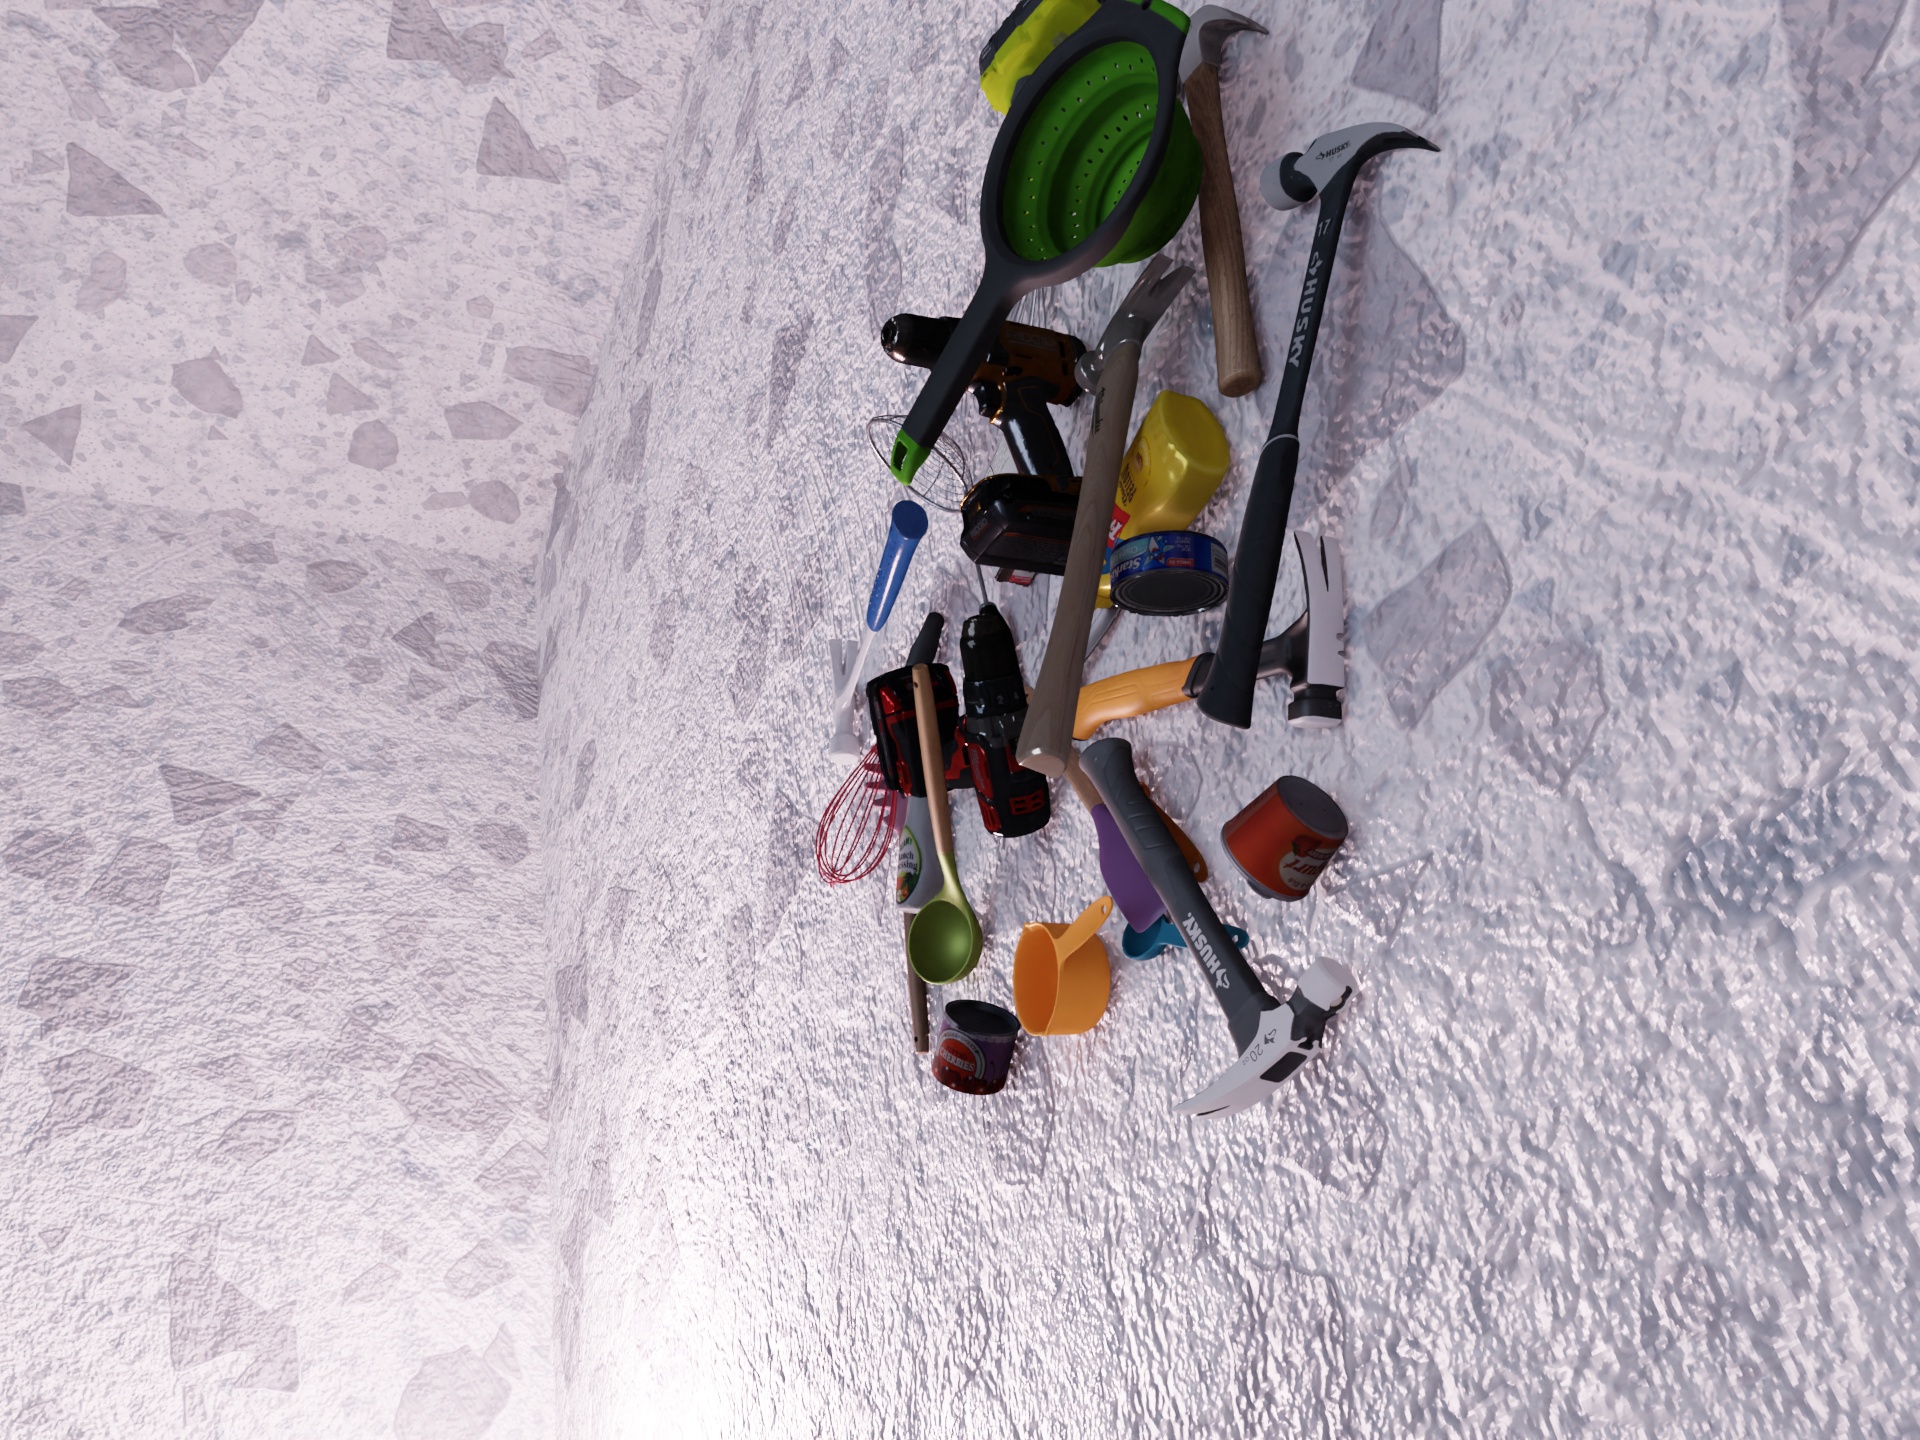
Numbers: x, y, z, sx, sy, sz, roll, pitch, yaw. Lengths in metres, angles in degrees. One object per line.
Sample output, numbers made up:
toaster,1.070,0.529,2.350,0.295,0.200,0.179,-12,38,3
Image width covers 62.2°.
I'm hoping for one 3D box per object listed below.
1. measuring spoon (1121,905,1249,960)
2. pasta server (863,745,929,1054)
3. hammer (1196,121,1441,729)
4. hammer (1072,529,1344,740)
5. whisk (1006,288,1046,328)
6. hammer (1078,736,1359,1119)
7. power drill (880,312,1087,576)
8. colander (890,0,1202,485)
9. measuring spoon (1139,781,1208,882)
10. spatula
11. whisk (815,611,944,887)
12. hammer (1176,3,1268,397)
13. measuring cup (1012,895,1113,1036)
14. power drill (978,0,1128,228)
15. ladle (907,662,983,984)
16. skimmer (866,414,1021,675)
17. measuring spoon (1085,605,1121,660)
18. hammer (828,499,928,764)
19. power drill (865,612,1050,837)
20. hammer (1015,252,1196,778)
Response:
measuring spoon,0.163,0.156,1.125,0.129,0.021,0.042,-6,56,56
pasta server,-0.056,0.170,1.563,0.060,0.040,0.316,-32,55,45
hammer,0.214,-0.193,1.026,0.149,0.036,0.409,-1,75,63
hammer,0.161,-0.037,1.157,0.337,0.034,0.127,162,112,-63
whisk,0.068,-0.415,1.454,0.059,0.057,0.246,10,87,31
hammer,0.150,0.123,1.105,0.146,0.035,0.335,-56,33,22
power drill,0.031,-0.241,1.323,0.084,0.185,0.226,-43,48,52
colander,0.073,-0.345,1.220,0.397,0.094,0.205,-59,40,18
measuring spoon,0.155,0.082,1.170,0.021,0.011,0.117,-60,35,20
spatula,0.103,0.056,1.270,0.060,0.018,0.316,-47,34,12
whisk,-0.072,0.027,1.558,0.073,0.073,0.296,-12,55,64
hammer,0.193,-0.394,1.192,0.130,0.031,0.331,141,131,-57
measuring cup,0.096,0.178,1.207,0.173,0.052,0.095,124,144,-48
power drill,0.085,-0.531,1.372,0.171,0.080,0.223,-39,43,41
ladle,-0.025,0.095,1.364,0.078,0.062,0.319,28,136,41
skimmer,-0.014,-0.144,1.498,0.127,0.090,0.364,66,-171,-58
measuring spoon,0.110,-0.060,1.303,0.124,0.018,0.034,-58,32,30
hammer,-0.091,-0.102,1.623,0.405,0.035,0.144,117,152,-61
power drill,-0.002,-0.004,1.397,0.227,0.080,0.188,14,117,63
hammer,0.098,-0.148,1.136,0.146,0.038,0.411,130,156,-57
